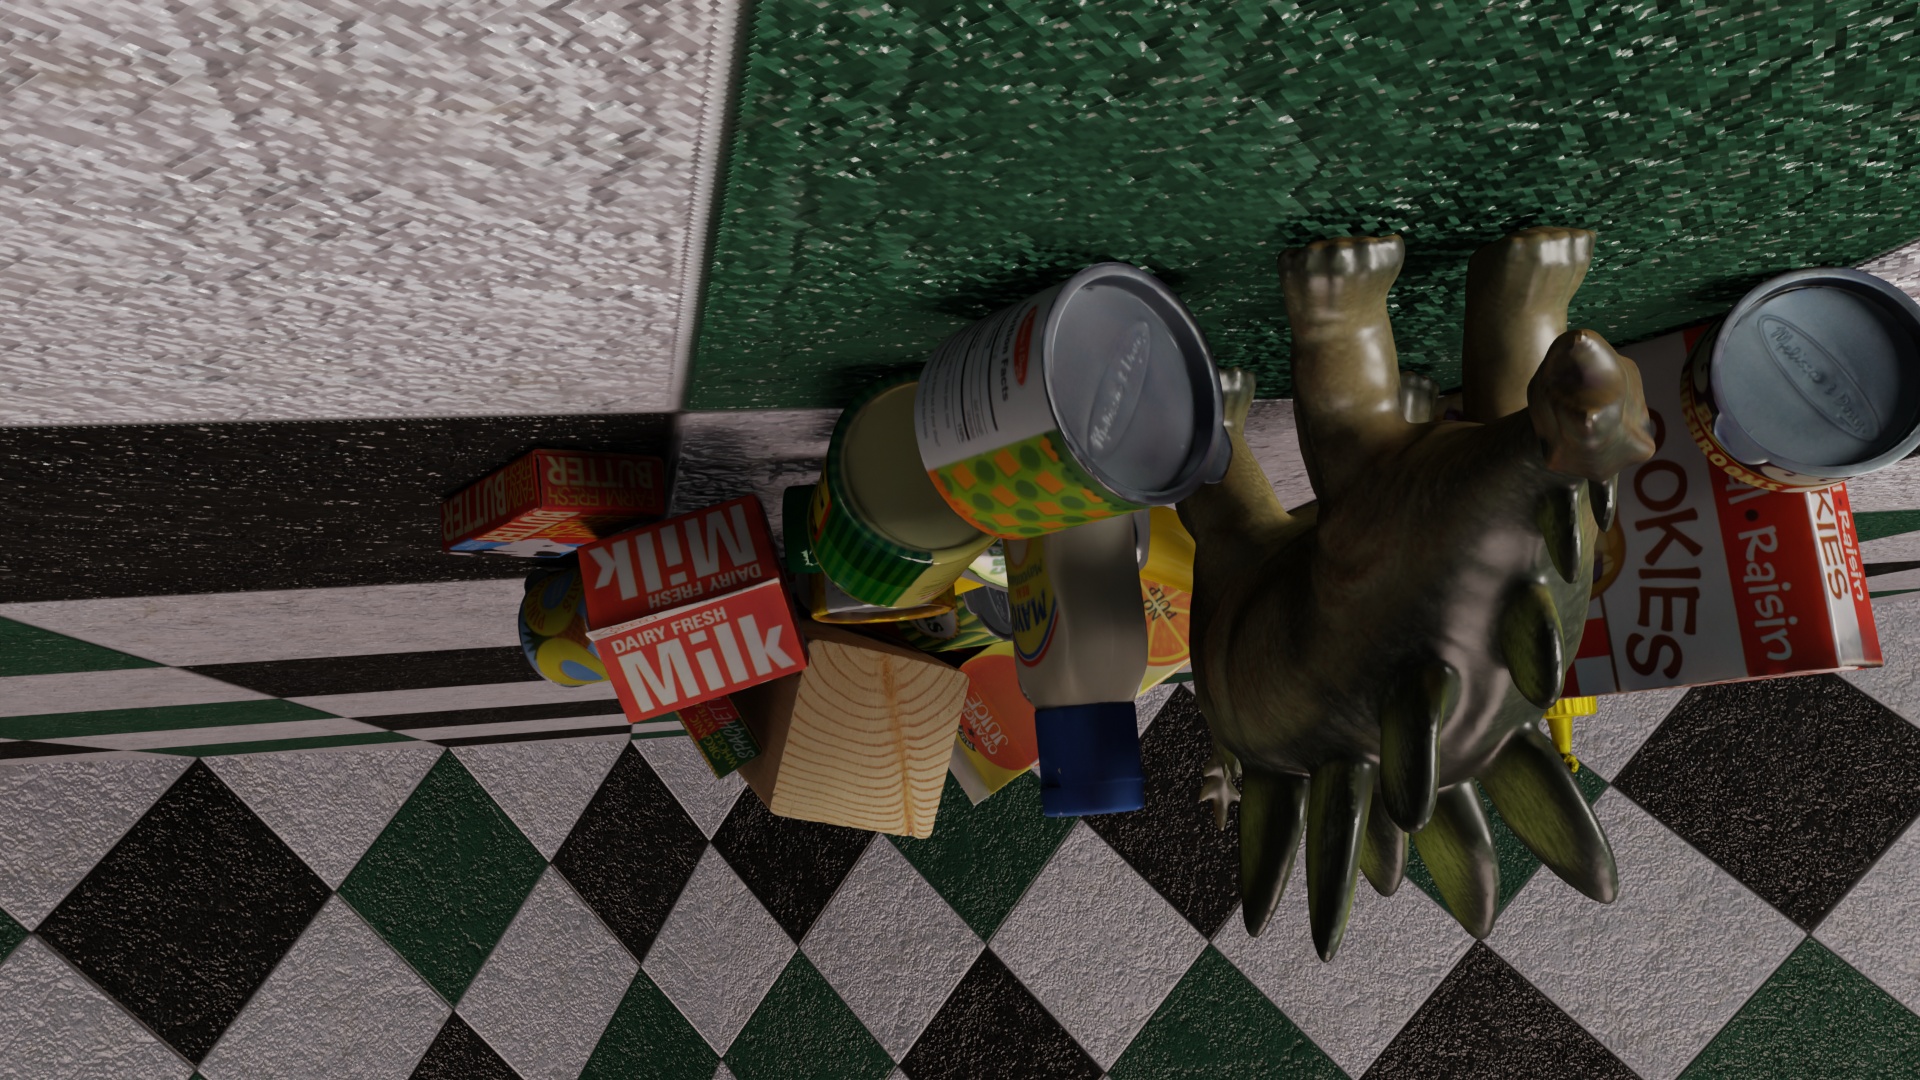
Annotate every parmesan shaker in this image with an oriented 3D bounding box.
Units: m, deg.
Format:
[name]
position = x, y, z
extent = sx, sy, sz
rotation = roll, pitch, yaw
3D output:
[parmesan shaker]
position = -0.016, -0.018, 0.490
extent = 0.071, 0.071, 0.103
rotation = -3, 169, -10

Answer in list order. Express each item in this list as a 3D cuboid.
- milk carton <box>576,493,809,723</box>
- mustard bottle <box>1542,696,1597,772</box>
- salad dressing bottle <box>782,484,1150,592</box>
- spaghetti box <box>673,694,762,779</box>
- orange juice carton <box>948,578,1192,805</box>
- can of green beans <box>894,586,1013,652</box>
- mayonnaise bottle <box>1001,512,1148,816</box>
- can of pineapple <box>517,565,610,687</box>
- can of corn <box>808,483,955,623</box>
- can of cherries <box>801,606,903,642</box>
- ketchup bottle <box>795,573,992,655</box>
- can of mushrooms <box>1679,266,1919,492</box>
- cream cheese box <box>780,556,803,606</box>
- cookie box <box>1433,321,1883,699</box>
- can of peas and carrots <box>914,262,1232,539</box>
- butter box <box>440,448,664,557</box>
[milk carton]
position = -0.107, 0.028, 0.577
extent = 0.072, 0.073, 0.190
rotation = -17, 179, -7
[mustard bottle]
position = 0.324, 0.048, 0.772
extent = 0.065, 0.160, 0.049
rotation = -5, 171, 6
[salad dressing bottle]
position = 0.002, -0.007, 0.573
extent = 0.148, 0.064, 0.044
rotation = -3, -155, 0
[spaghetti box]
position = -0.163, 0.079, 0.810
extent = 0.029, 0.050, 0.250
rotation = -31, -164, -14
[orange juice carton]
position = 0.068, 0.075, 0.825
extent = 0.193, 0.072, 0.073
rotation = -34, 169, -1
[can of green beans]
position = 0.002, 0.025, 0.746
extent = 0.057, 0.071, 0.071
rotation = -12, 168, 38
[mayonnaise bottle]
position = 0.040, 0.023, 0.500
extent = 0.041, 0.148, 0.064
rotation = -1, 169, -22
[can of pineapple]
position = -0.197, 0.043, 0.755
extent = 0.057, 0.071, 0.071
rotation = -13, 167, 37
[can of corn]
position = -0.036, 0.005, 0.629
extent = 0.071, 0.058, 0.071
rotation = -5, 170, -1
[can of cherries]
position = -0.079, 0.065, 0.948
extent = 0.058, 0.071, 0.071
rotation = -9, 169, 31
[ketchup bottle]
position = -0.033, 0.031, 0.793
extent = 0.043, 0.065, 0.149
rotation = -52, 149, 14
[can of mushrooms]
position = 0.263, -0.048, 0.436
extent = 0.071, 0.071, 0.033
rotation = -7, 172, 9
[cream cheese box]
position = -0.076, 0.025, 0.835
extent = 0.053, 0.024, 0.104
rotation = -9, 170, 32
[cookie box]
position = 0.234, -0.004, 0.521
extent = 0.040, 0.123, 0.167
rotation = 3, 168, -42
[can of peas and carrots]
position = 0.031, -0.035, 0.388
extent = 0.071, 0.071, 0.058
rotation = 3, 169, -38
[butter box]
position = -0.164, -0.013, 0.554
extent = 0.053, 0.024, 0.103
rotation = 2, 169, -39
